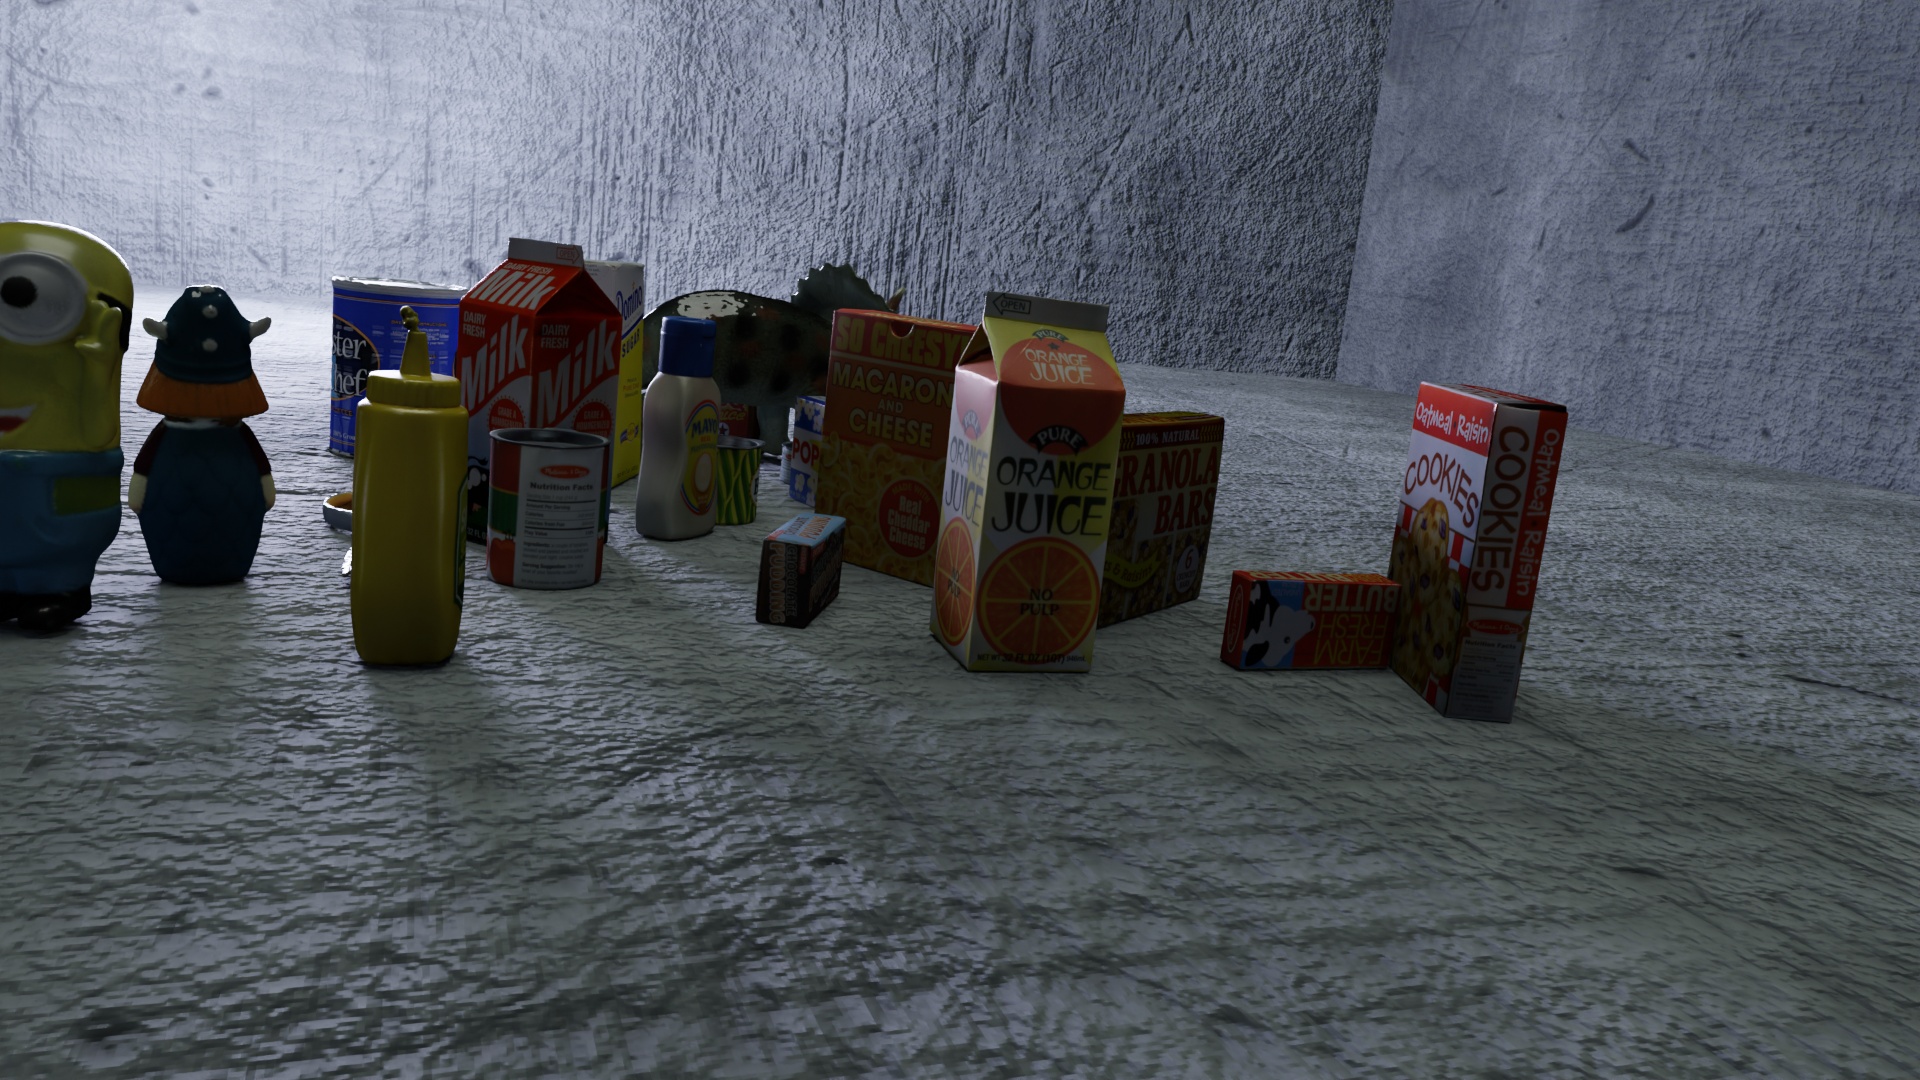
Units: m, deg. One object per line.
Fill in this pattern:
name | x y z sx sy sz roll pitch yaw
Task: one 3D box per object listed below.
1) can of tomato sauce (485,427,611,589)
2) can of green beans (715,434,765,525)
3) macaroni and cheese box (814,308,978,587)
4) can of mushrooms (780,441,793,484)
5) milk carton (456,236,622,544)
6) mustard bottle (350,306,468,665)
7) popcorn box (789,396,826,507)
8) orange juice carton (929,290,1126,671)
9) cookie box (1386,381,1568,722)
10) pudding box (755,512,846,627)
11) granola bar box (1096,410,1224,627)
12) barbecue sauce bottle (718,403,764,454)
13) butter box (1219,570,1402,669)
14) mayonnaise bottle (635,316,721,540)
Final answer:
can of tomato sauce | -0.239 -0.020 0.803 0.071 0.083 0.071 6 11 -1
can of green beans | -0.182 -0.046 1.025 0.071 0.057 0.071 6 11 -1
macaroni and cheese box | -0.035 -0.062 0.908 0.124 0.166 0.040 14 14 36
can of mushrooms | -0.122 -0.066 1.217 0.071 0.033 0.071 6 11 -1
milk carton | -0.267 -0.093 0.877 0.072 0.190 0.073 13 13 31
mustard bottle | -0.249 -0.025 0.631 0.049 0.159 0.065 2 11 -19
popcorn box | -0.089 -0.064 1.094 0.038 0.085 0.127 -1 14 -35
orange juice carton | 0.036 -0.032 0.736 0.072 0.192 0.073 2 11 -19
cookie box | 0.278 0.000 0.766 0.040 0.167 0.123 6 11 -1
pudding box | -0.090 0.015 0.794 0.030 0.049 0.084 8 11 7
granola bar box | 0.107 -0.016 0.866 0.039 0.124 0.166 14 13 34
barbecue sauce bottle | -0.212 -0.158 1.332 0.065 0.148 0.044 12 12 26
butter box | 0.200 0.046 0.791 0.104 0.053 0.024 2 12 -22
mayonnaise bottle | -0.190 -0.077 0.947 0.041 0.147 0.065 11 12 22
